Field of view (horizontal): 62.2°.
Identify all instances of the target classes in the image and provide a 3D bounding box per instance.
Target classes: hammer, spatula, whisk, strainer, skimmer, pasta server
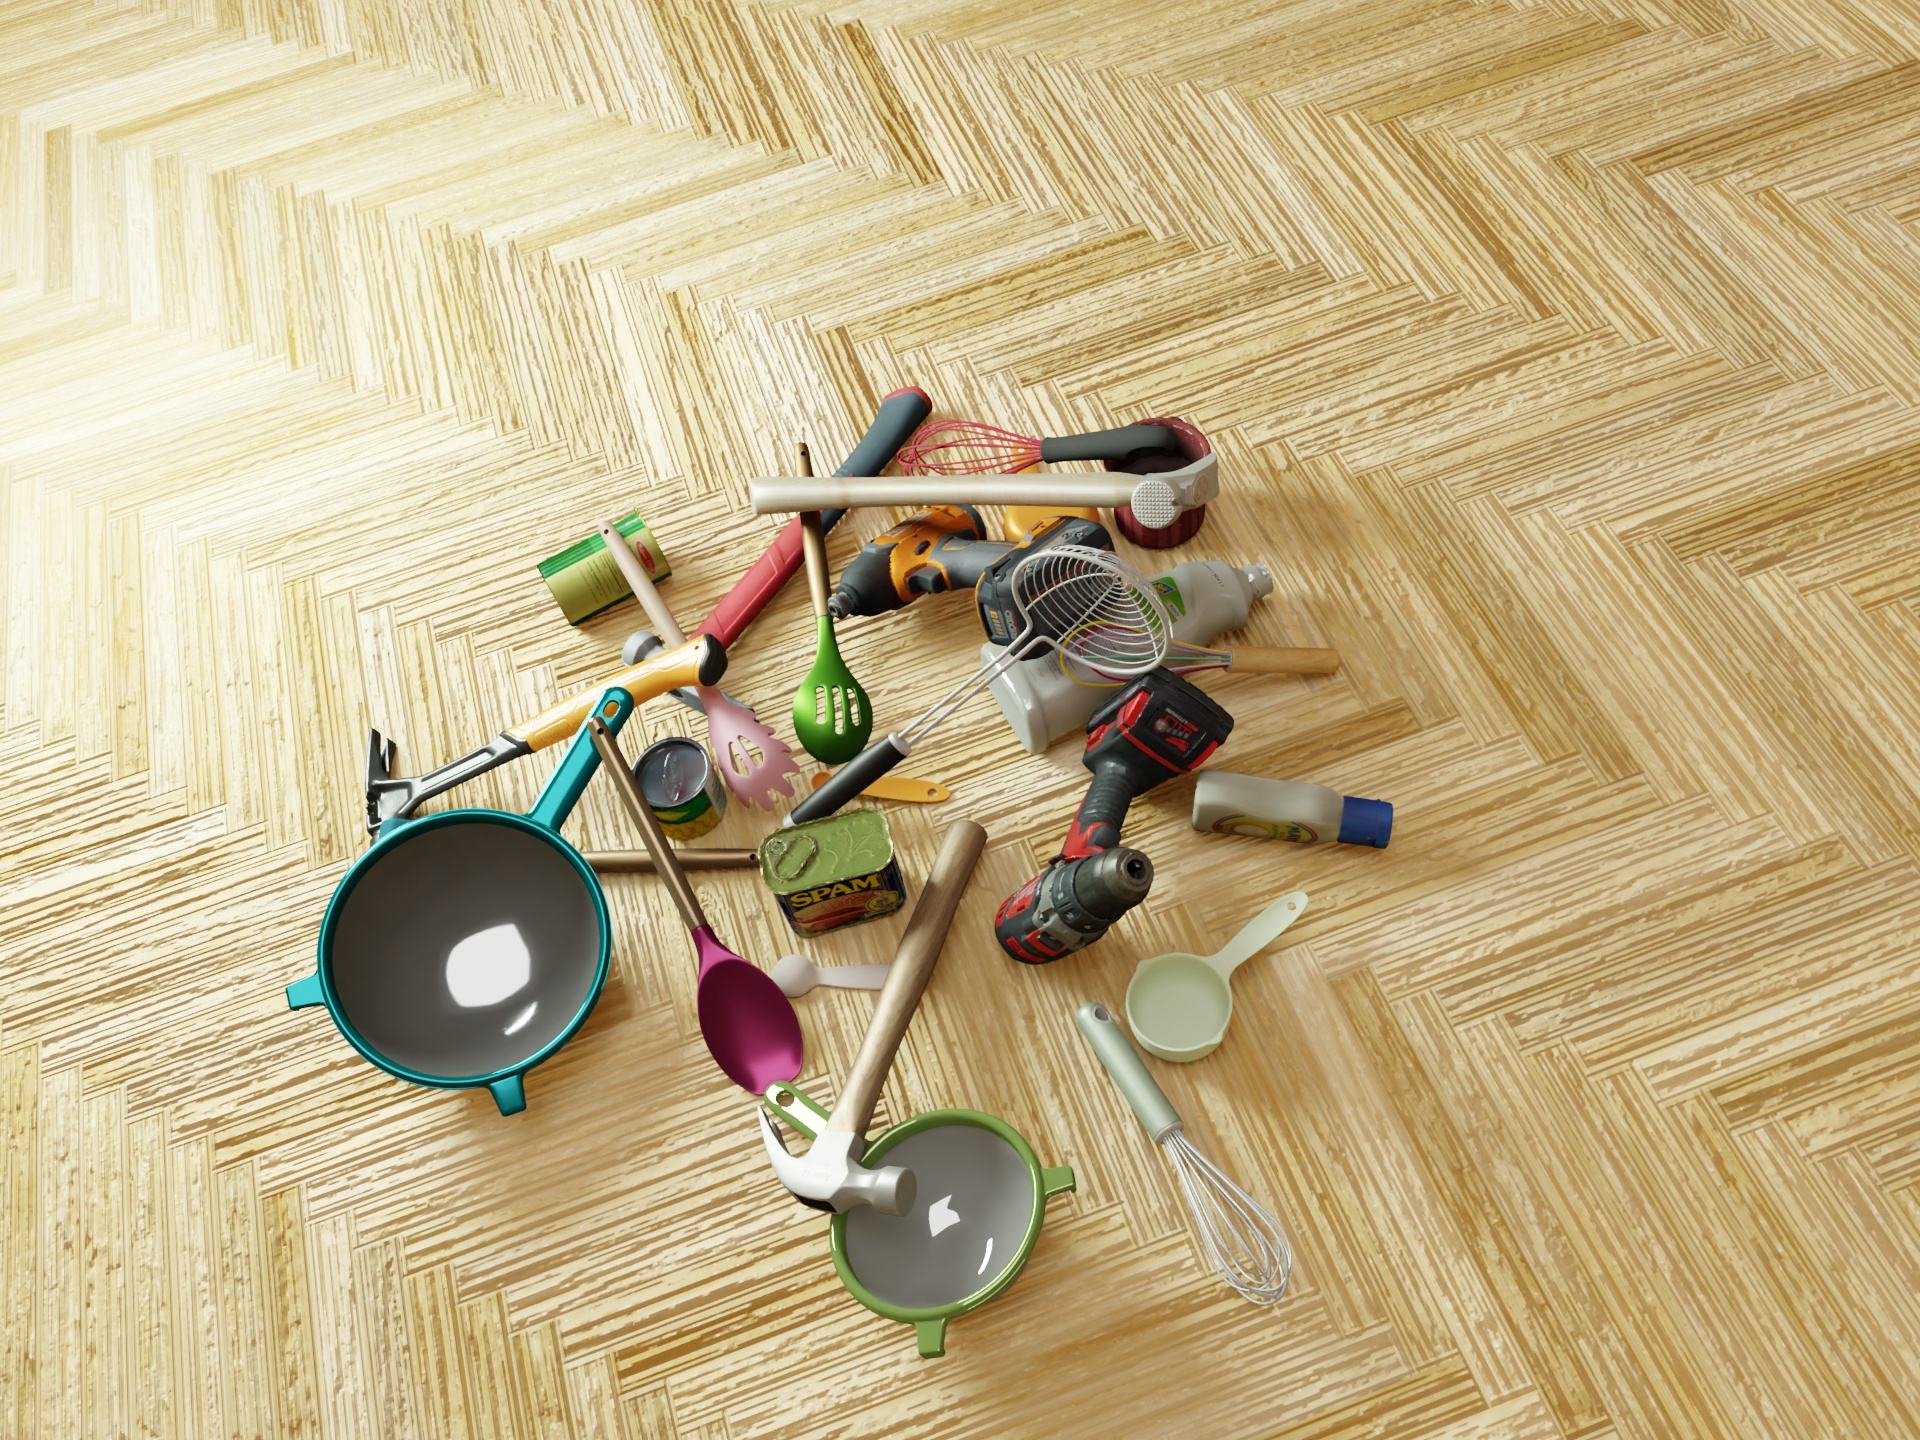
[{"bbox_3d":[0.008,-0.192,1.320,0.411,0.038,0.146,4,19,26],"label":"hammer"},{"bbox_3d":[-0.047,0.204,1.161,0.130,0.031,0.331,-2,44,27],"label":"hammer"},{"bbox_3d":[-0.310,0.116,1.286,0.317,0.044,0.082,-2,81,5],"label":"spatula"},{"bbox_3d":[0.195,-0.053,1.275,0.245,0.051,0.047,0,80,-18],"label":"whisk"},{"bbox_3d":[0.061,-0.234,1.389,0.296,0.073,0.073,3,54,39],"label":"whisk"},{"bbox_3d":[-0.345,0.128,1.240,0.211,0.095,0.340,26,66,1],"label":"strainer"},{"bbox_3d":[-0.002,-0.004,1.209,0.363,0.127,0.090,-38,23,18],"label":"skimmer"},{"bbox_3d":[-0.349,0.003,1.327,0.337,0.034,0.127,-23,55,9],"label":"hammer"},{"bbox_3d":[-0.044,0.327,1.103,0.257,0.069,0.151,23,60,42],"label":"strainer"},{"bbox_3d":[-0.232,-0.055,1.348,0.060,0.040,0.316,-35,64,0],"label":"pasta server"},{"bbox_3d":[-0.132,-0.161,1.444,0.143,0.038,0.386,27,65,22],"label":"hammer"},{"bbox_3d":[0.149,0.293,1.101,0.057,0.059,0.247,-1,42,-38],"label":"whisk"}]

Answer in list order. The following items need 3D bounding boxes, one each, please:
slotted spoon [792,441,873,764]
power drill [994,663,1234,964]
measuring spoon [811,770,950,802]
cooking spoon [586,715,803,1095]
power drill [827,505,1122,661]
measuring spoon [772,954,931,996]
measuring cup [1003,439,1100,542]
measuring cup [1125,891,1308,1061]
[{"bbox_3d":[-0.123,-0.110,1.378,0.070,0.031,0.314,1,63,-20],"label":"slotted spoon"},{"bbox_3d":[0.118,0.069,1.171,0.080,0.188,0.227,35,61,-7],"label":"power drill"},{"bbox_3d":[-0.066,0.057,1.309,0.117,0.011,0.021,5,58,8],"label":"measuring spoon"},{"bbox_3d":[-0.210,0.135,1.211,0.069,0.017,0.319,-27,79,-12],"label":"cooking spoon"},{"bbox_3d":[0.003,-0.117,1.322,0.164,0.084,0.227,-37,34,-29],"label":"power drill"},{"bbox_3d":[-0.084,0.193,1.215,0.124,0.018,0.034,-1,57,7],"label":"measuring spoon"},{"bbox_3d":[0.071,-0.205,1.432,0.095,0.052,0.174,-15,58,-1],"label":"measuring cup"},{"bbox_3d":[0.193,0.185,1.167,0.167,0.038,0.083,-36,59,-17],"label":"measuring cup"}]
